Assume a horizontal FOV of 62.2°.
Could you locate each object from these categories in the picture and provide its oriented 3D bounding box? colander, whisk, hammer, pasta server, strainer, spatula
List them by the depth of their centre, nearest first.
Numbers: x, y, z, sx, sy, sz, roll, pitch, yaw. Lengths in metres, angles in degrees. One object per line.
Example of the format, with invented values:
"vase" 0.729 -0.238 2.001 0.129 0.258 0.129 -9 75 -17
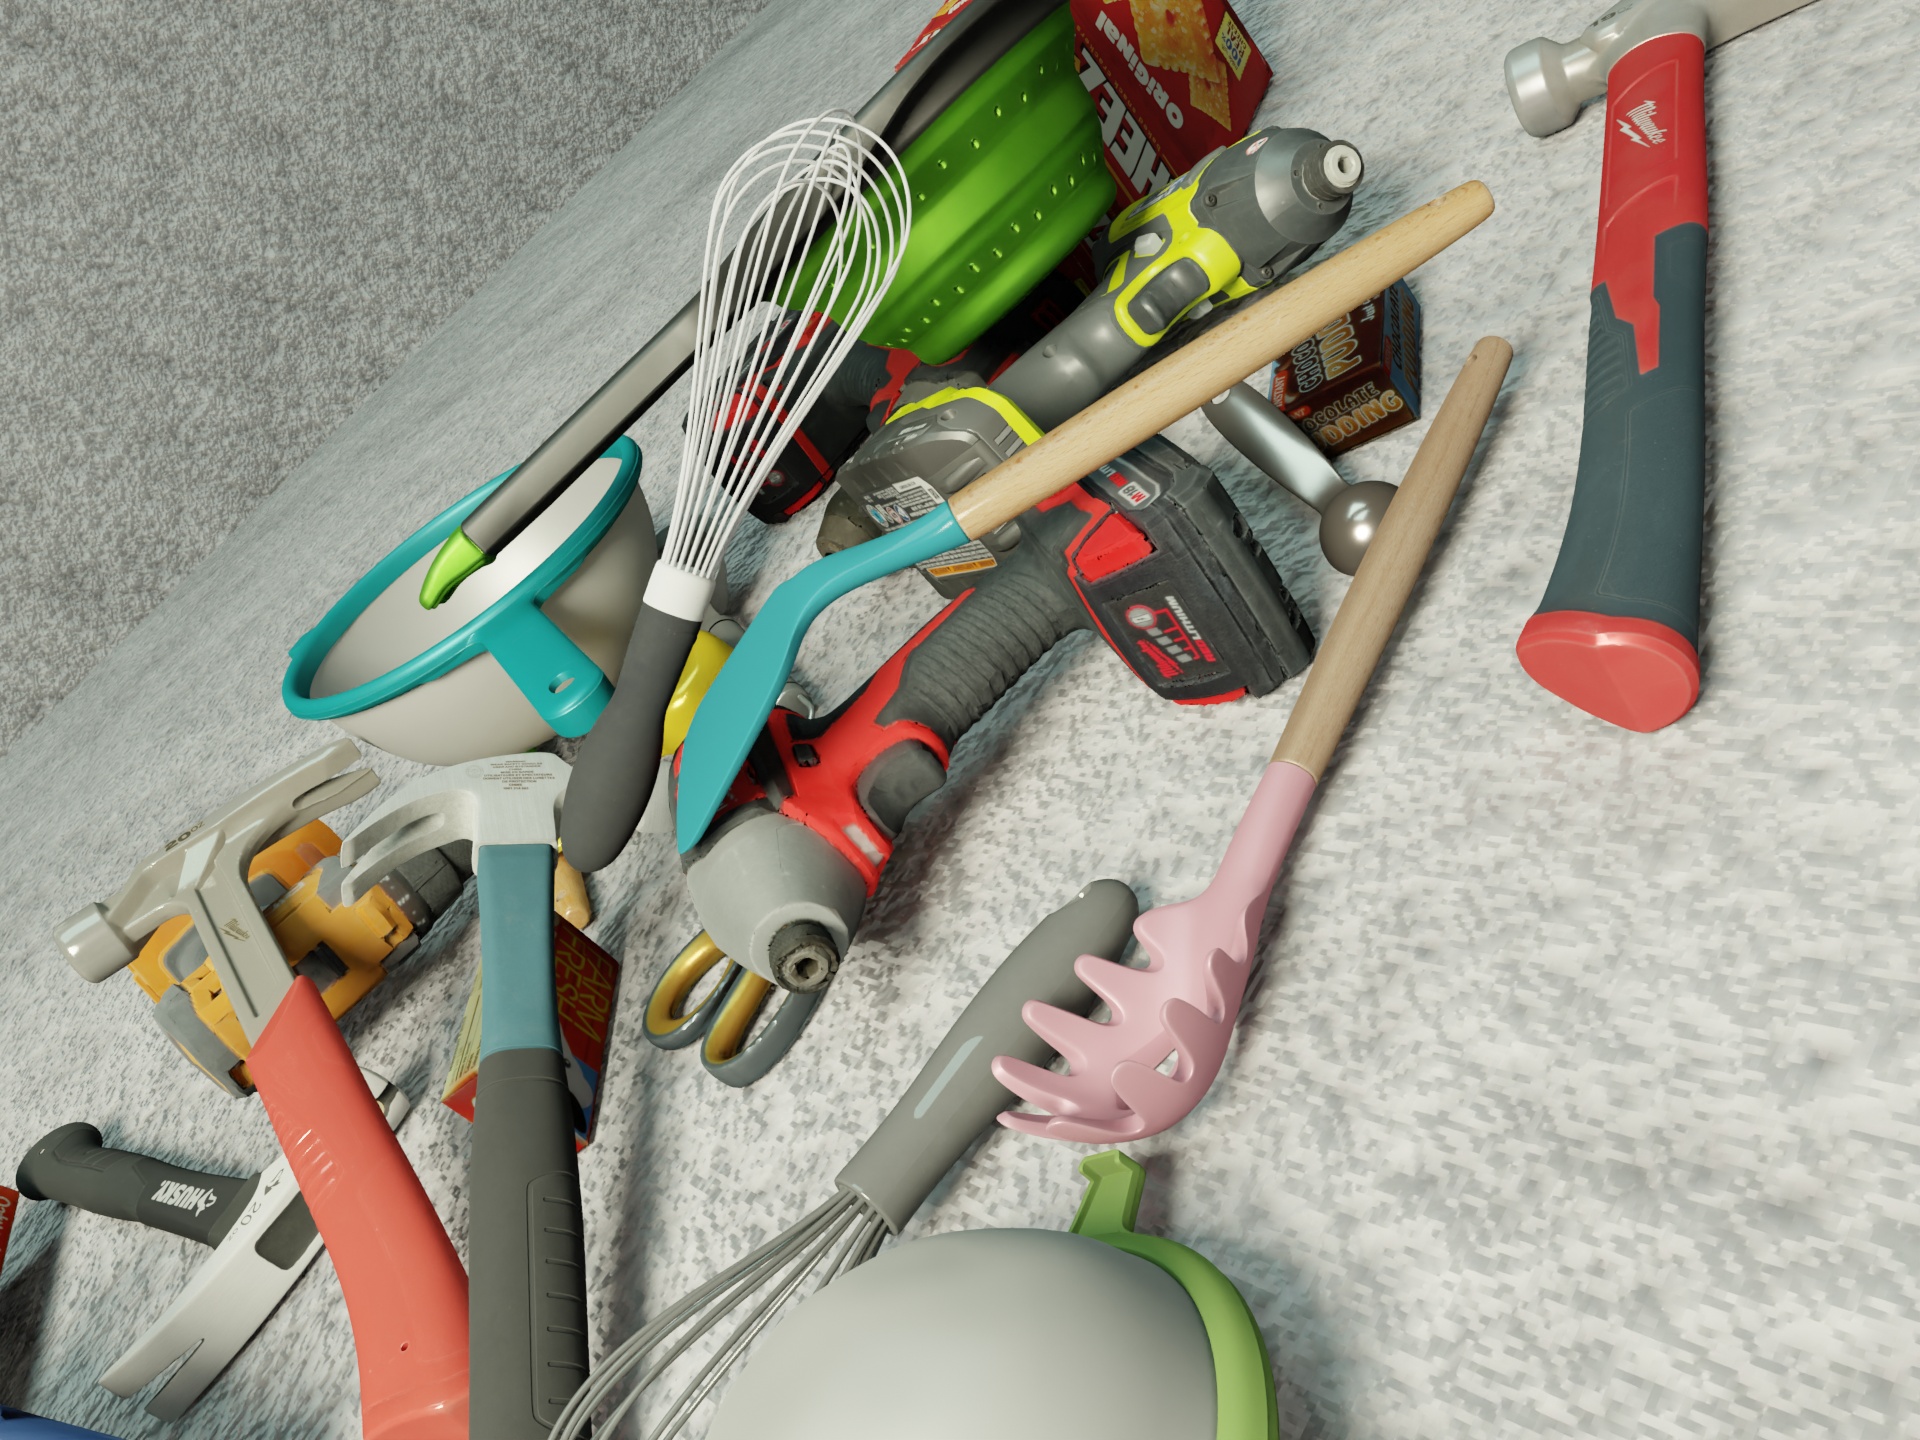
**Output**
"strainer" -0.051 0.191 0.328 0.256 0.069 0.151 -44 15 5
"whisk" -0.024 0.131 0.429 0.239 0.055 0.055 -47 28 -24
"pasta server" 0.103 -0.010 0.467 0.060 0.040 0.316 -16 38 56
"spatula" 0.027 -0.069 0.503 0.317 0.044 0.082 -31 29 10
"hammer" 0.236 -0.149 0.507 0.143 0.038 0.387 -16 38 37
"hammer" -0.143 0.125 0.527 0.331 0.128 0.033 -110 27 -48
"whisk" -0.089 -0.076 0.562 0.070 0.070 0.284 36 107 61
"hammer" -0.239 0.131 0.605 0.149 0.036 0.359 -36 43 -17
"colander" -0.061 -0.163 0.677 0.397 0.094 0.204 -43 13 3
"strainer" -0.196 -0.027 0.747 0.211 0.095 0.341 -40 31 -11
"hammer" -0.385 0.228 0.750 0.335 0.035 0.146 -10 41 45
"strainer" -0.121 -0.043 0.799 0.087 0.050 0.259 -55 34 3

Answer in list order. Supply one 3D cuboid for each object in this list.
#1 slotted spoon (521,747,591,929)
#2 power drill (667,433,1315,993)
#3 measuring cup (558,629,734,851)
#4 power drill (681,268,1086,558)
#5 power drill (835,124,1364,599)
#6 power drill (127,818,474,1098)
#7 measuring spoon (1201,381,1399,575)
"slotted spoon" -0.224 0.032 0.834 0.070 0.031 0.314 -46 30 1
"power drill" -0.001 -0.002 0.539 0.219 0.078 0.143 -37 29 3
"measuring cup" -0.163 0.018 0.729 0.156 0.029 0.062 -43 37 3
"power drill" -0.053 -0.151 0.830 0.227 0.080 0.188 9 56 52
"power drill" 0.062 -0.157 0.670 0.223 0.080 0.171 -47 16 -13
"power drill" -0.327 0.090 0.805 0.185 0.084 0.226 -46 25 -26
"measuring spoon" 0.114 -0.094 0.559 0.034 0.018 0.124 -46 47 12
